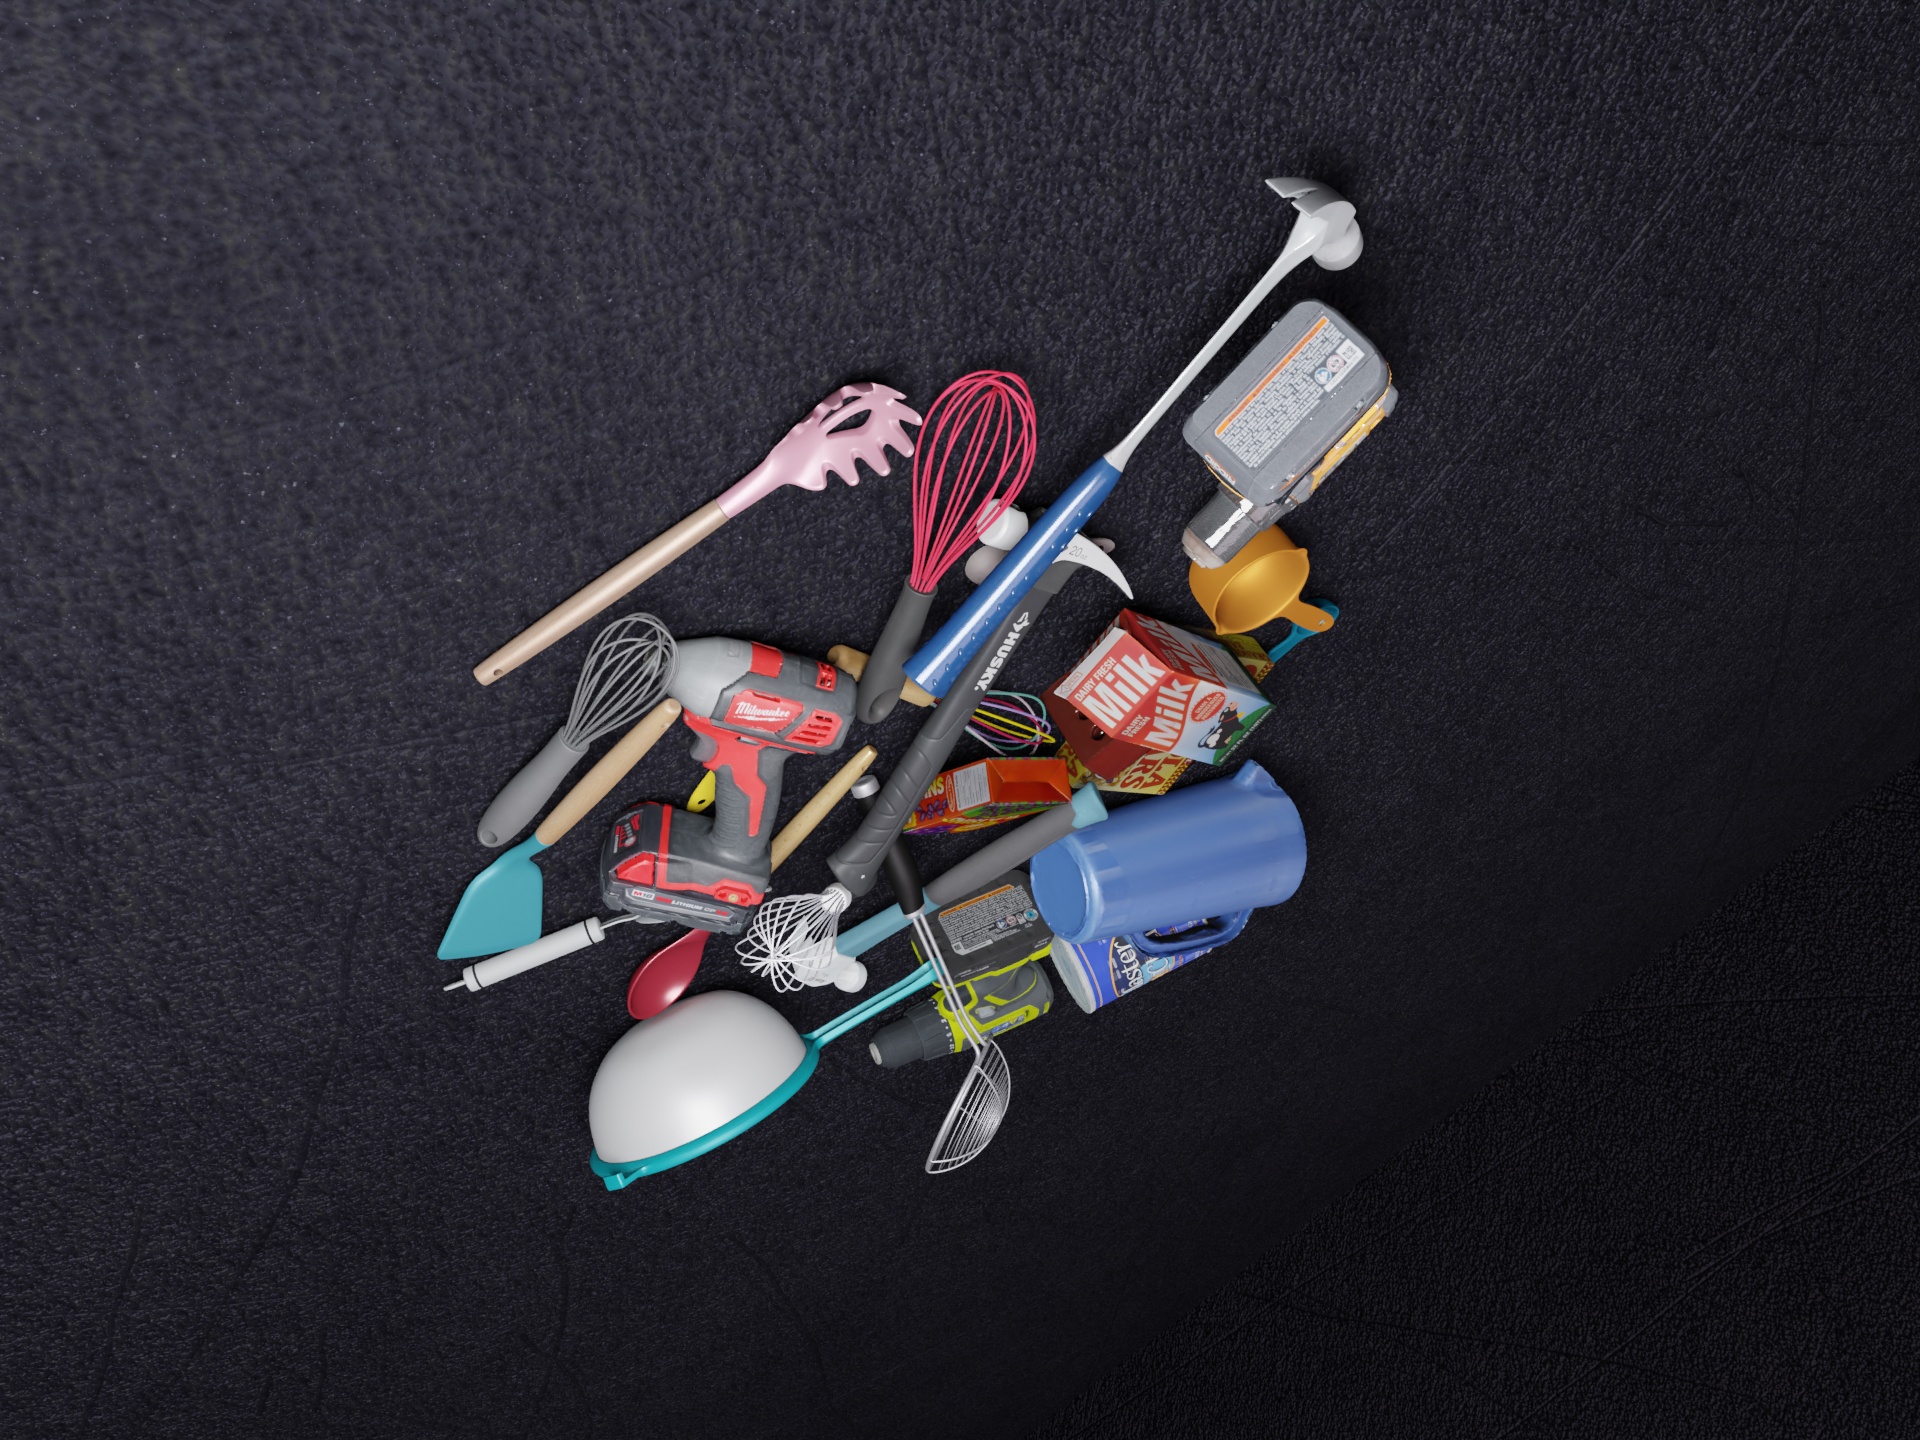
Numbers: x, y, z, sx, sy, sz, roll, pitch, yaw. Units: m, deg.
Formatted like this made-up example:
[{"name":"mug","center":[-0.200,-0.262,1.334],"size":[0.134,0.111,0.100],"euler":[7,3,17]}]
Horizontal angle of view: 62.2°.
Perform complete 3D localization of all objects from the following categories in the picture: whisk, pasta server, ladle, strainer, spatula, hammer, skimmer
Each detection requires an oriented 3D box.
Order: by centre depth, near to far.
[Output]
[{"name":"pasta server","center":[-0.165,-0.109,0.964],"size":[0.316,0.040,0.060],"euler":[-34,135,5]},{"name":"hammer","center":[0.102,-0.174,1.016],"size":[0.405,0.035,0.144],"euler":[-49,165,14]},{"name":"whisk","center":[-0.256,0.012,1.038],"size":[0.055,0.055,0.239],"euler":[10,136,-45]},{"name":"whisk","center":[-0.019,-0.105,1.053],"size":[0.073,0.073,0.295],"euler":[-7,138,-33]},{"name":"spatula","center":[-0.266,0.076,1.083],"size":[0.082,0.044,0.317],"euler":[-4,154,-44]},{"name":"hammer","center":[-0.002,-0.004,1.168],"size":[0.146,0.035,0.334],"euler":[12,118,-42]},{"name":"whisk","center":[-0.008,-0.016,1.208],"size":[0.244,0.047,0.051],"euler":[21,110,-46]},{"name":"strainer","center":[-0.275,0.156,1.222],"size":[0.258,0.050,0.087],"euler":[-22,-171,-5]},{"name":"whisk","center":[-0.103,0.145,1.227],"size":[0.070,0.070,0.284],"euler":[-40,179,13]},{"name":"ladle","center":[-0.171,0.130,1.284],"size":[0.315,0.031,0.069],"euler":[-47,153,19]},{"name":"skimmer","center":[-0.042,0.214,1.328],"size":[0.090,0.127,0.363],"euler":[-12,111,26]},{"name":"strainer","center":[-0.178,0.261,1.361],"size":[0.340,0.095,0.211],"euler":[-28,-172,-14]},{"name":"hammer","center":[-0.012,0.145,1.377],"size":[0.331,0.033,0.128],"euler":[-32,149,20]}]

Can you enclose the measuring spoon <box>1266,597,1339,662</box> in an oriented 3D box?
[{"name":"measuring spoon","center":[0.276,-0.069,1.397],"size":[0.042,0.021,0.128],"euler":[10,138,-47]}]

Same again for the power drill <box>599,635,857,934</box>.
[{"name":"power drill","center":[-0.172,0.038,1.100],"size":[0.143,0.079,0.219],"euler":[16,123,-18]}]

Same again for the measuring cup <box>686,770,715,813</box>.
[{"name":"measuring cup","center":[-0.148,0.022,1.154],"size":[0.062,0.029,0.156],"euler":[17,121,-49]}]

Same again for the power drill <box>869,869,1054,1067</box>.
[{"name":"power drill","center":[0.004,0.253,1.541],"size":[0.190,0.080,0.228],"euler":[-20,148,-18]}]

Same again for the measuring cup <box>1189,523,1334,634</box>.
[{"name":"measuring cup","center":[0.249,-0.110,1.284],"size":[0.095,0.052,0.173],"euler":[-46,146,21]}]

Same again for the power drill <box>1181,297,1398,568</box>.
[{"name":"power drill","center":[0.210,-0.182,1.071],"size":[0.185,0.084,0.226],"euler":[-46,170,12]}]

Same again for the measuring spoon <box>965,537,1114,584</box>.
[{"name":"measuring spoon","center":[0.062,-0.116,1.152],"size":[0.124,0.018,0.034],"euler":[-11,142,-25]}]
